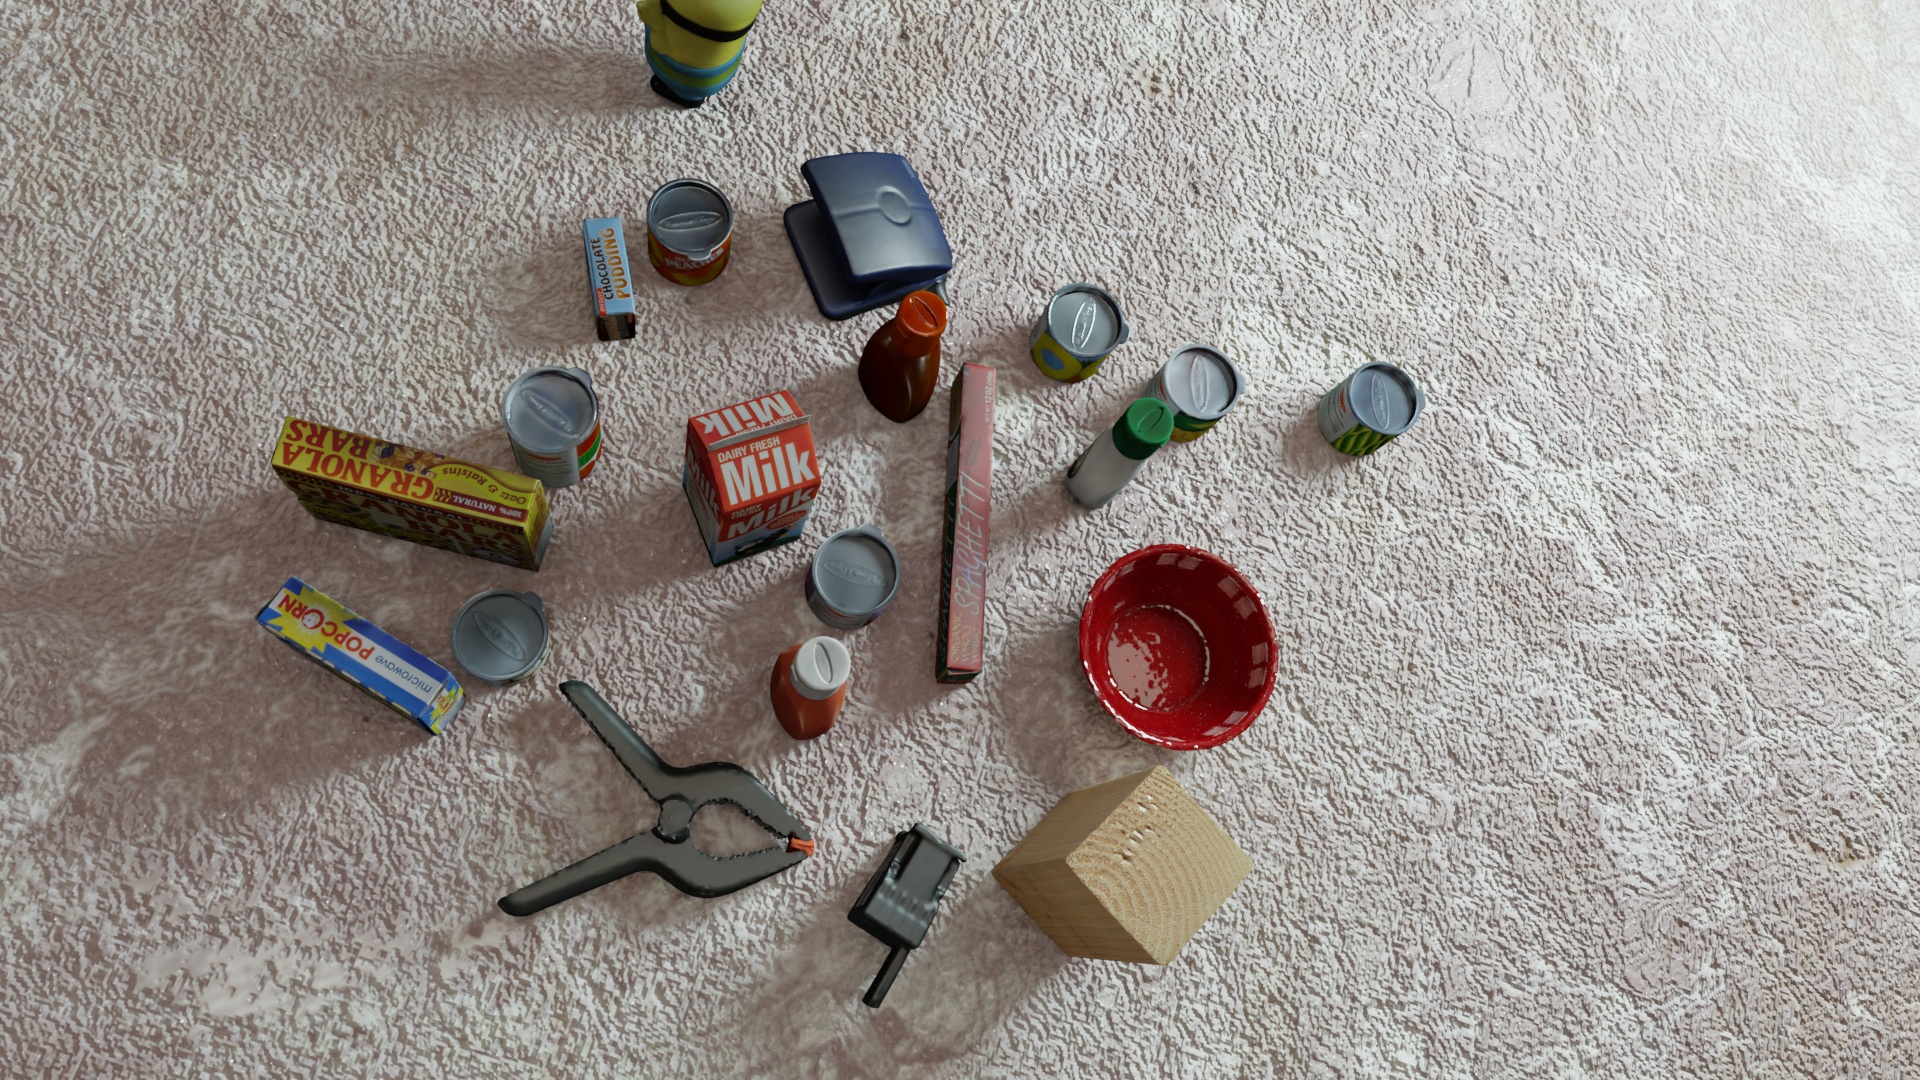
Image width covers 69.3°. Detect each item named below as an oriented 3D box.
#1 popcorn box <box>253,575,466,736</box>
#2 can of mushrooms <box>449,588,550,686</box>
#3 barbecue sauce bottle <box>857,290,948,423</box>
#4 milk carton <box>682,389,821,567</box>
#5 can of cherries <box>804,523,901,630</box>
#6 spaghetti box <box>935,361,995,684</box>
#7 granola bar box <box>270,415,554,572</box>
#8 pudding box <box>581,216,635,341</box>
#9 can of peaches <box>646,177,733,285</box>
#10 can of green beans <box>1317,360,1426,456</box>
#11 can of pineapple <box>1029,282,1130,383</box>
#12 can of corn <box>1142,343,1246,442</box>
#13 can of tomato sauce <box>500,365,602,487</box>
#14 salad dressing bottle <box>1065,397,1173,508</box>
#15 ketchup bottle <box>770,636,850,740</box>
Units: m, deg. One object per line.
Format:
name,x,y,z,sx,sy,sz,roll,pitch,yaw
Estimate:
popcorn box,-0.404,0.081,0.944,0.127,0.085,0.038,32,71,-2
can of mushrooms,-0.326,0.068,0.992,0.071,0.033,0.071,3,74,-11
barbecue sauce bottle,-0.041,-0.141,1.054,0.044,0.148,0.065,-35,84,-19
milk carton,-0.149,-0.047,0.981,0.072,0.190,0.073,-19,80,-17
can of cherries,-0.080,0.028,1.044,0.071,0.058,0.071,3,74,-11
spaghetti box,0.004,-0.014,1.079,0.029,0.050,0.250,6,73,-11
granola bar box,-0.373,-0.028,0.961,0.166,0.124,0.039,14,72,-8
pudding box,-0.272,-0.202,1.074,0.030,0.049,0.084,-8,76,-14
can of peaches,-0.213,-0.240,1.093,0.071,0.058,0.071,3,74,-11
can of green beans,0.345,-0.111,1.177,0.071,0.057,0.071,3,74,-11
can of pineapple,0.096,-0.168,1.140,0.071,0.057,0.071,3,74,-11
can of corn,0.192,-0.121,1.147,0.071,0.058,0.071,3,74,-11
can of tomato sauce,-0.296,-0.083,1.016,0.071,0.083,0.071,3,74,-11
salad dressing bottle,0.123,-0.068,1.069,0.044,0.147,0.064,44,71,2
ketchup bottle,-0.105,0.099,0.970,0.043,0.148,0.065,-15,78,-16
